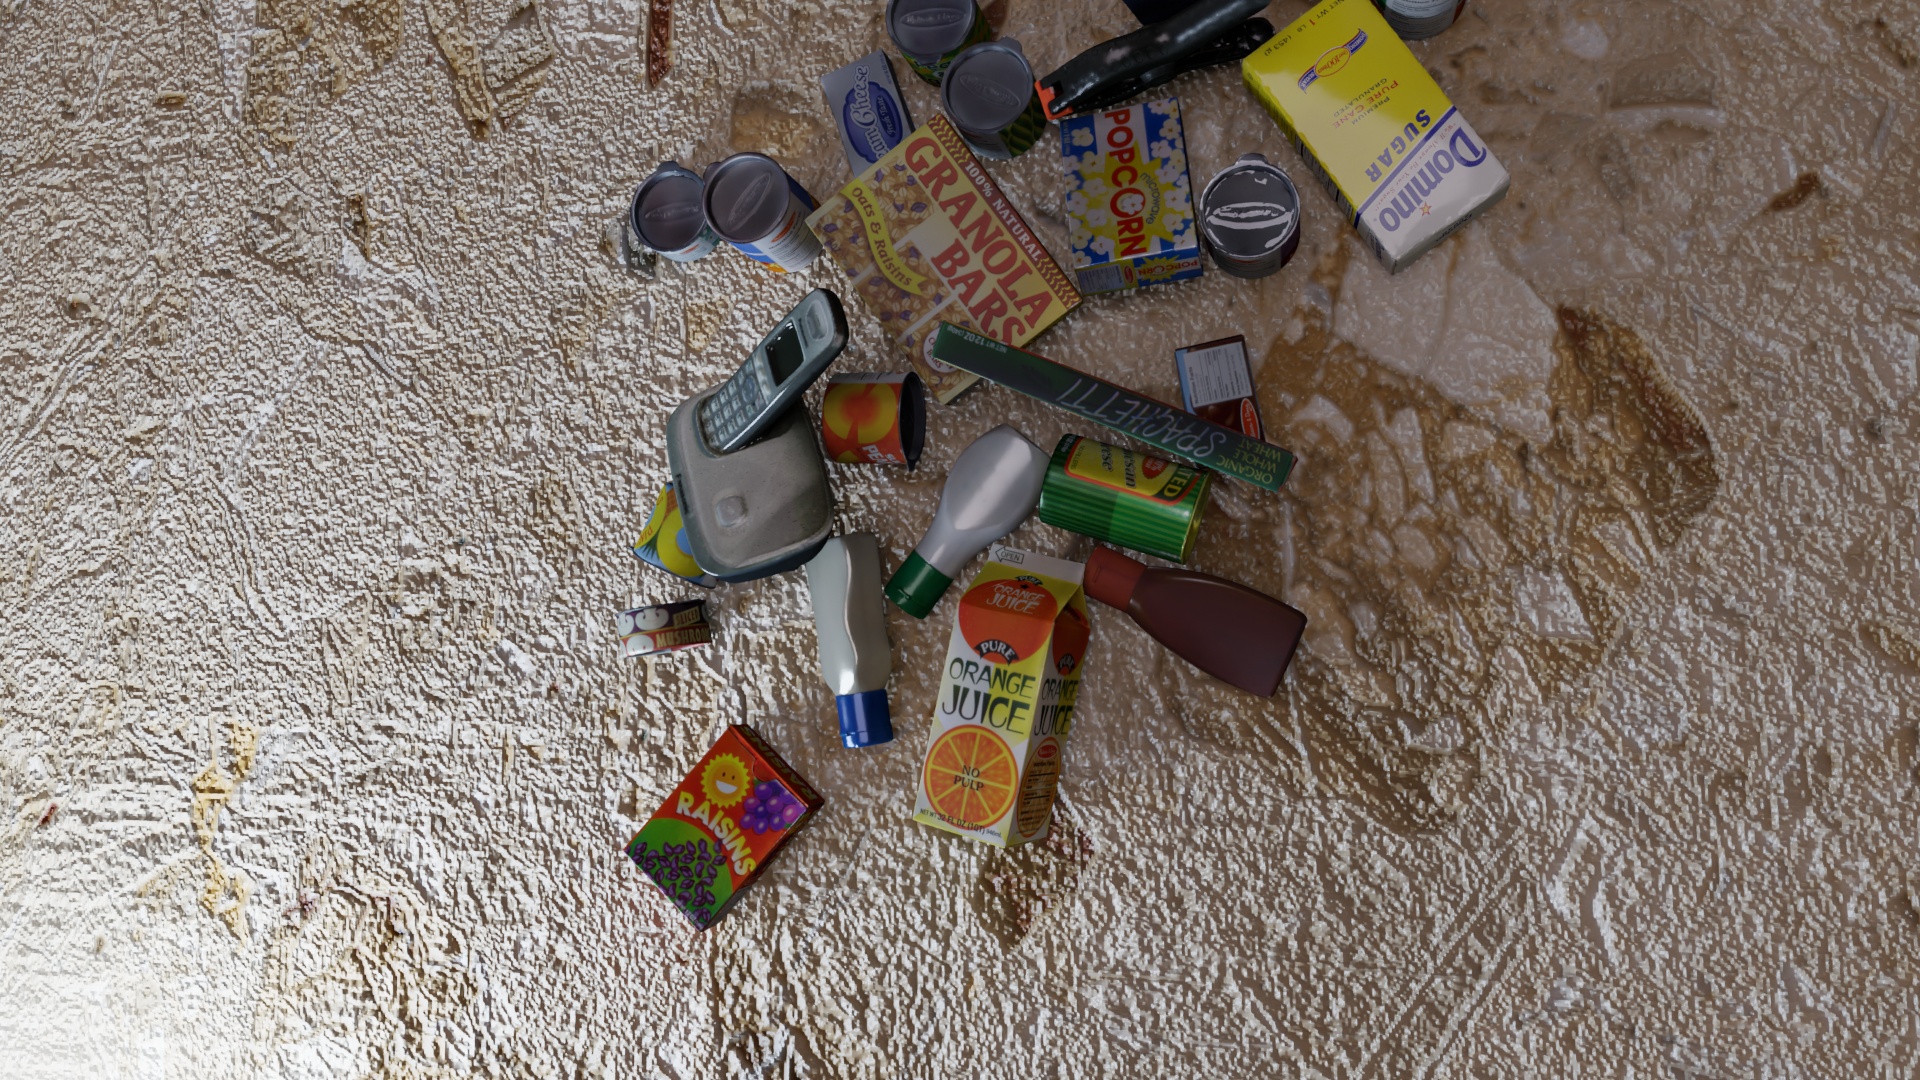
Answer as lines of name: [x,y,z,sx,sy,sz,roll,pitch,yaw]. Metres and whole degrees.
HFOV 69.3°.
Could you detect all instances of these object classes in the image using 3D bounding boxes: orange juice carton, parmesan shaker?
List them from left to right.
orange juice carton: [0.033,0.102,0.940,0.072,0.073,0.192,11,88,26]
parmesan shaker: [0.110,-0.028,0.939,0.103,0.071,0.071,17,90,14]

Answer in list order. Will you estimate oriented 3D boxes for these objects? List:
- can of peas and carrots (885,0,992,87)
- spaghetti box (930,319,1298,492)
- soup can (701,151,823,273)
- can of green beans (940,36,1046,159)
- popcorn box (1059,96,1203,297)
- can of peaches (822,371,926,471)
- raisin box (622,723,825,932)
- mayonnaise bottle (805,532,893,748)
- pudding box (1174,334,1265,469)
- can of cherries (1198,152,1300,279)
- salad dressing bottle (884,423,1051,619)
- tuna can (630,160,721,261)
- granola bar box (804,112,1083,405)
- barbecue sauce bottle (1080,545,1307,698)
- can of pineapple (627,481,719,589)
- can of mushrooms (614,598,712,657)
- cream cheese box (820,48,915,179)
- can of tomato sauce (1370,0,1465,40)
can of peas and carrots: [-0.014,-0.367,1.006,0.071,0.059,0.071,-1,86,14]
spaghetti box: [0.101,-0.089,0.921,0.250,0.050,0.028,23,96,11]
soup can: [-0.143,-0.239,1.013,0.071,0.084,0.071,-1,85,13]
can of green beans: [0.025,-0.313,0.992,0.071,0.058,0.071,-1,85,14]
popcorn box: [0.117,-0.238,0.957,0.085,0.038,0.127,-8,67,12]
can of peaches: [-0.061,-0.085,0.989,0.058,0.071,0.071,2,86,14]
raisin box: [-0.171,0.206,1.004,0.086,0.040,0.123,42,95,14]
mayonnaise bottle: [-0.076,0.071,0.985,0.064,0.041,0.148,-15,83,54]
pudding box: [0.178,-0.094,0.951,0.049,0.030,0.084,-11,83,11]
can of cherries: [0.198,-0.219,0.942,0.071,0.058,0.071,-1,85,15]
salad dressing bottle: [0.003,-0.012,0.980,0.064,0.044,0.147,39,96,13]
tuna can: [-0.214,-0.250,1.057,0.071,0.033,0.071,-1,85,13]
granola bar box: [-0.011,-0.197,0.987,0.124,0.039,0.165,-37,88,8]
barbecue sauce bottle: [0.153,0.049,0.937,0.149,0.044,0.064,25,96,15]
can of pineapple: [-0.199,-0.005,1.014,0.071,0.071,0.058,25,91,14]
can of mushrooms: [-0.214,0.064,1.012,0.071,0.071,0.033,-11,84,13]
cream cheese box: [-0.062,-0.305,1.030,0.053,0.024,0.104,-21,81,12]
can of tomato sauce: [0.305,-0.381,0.917,0.071,0.083,0.071,-1,85,14]
